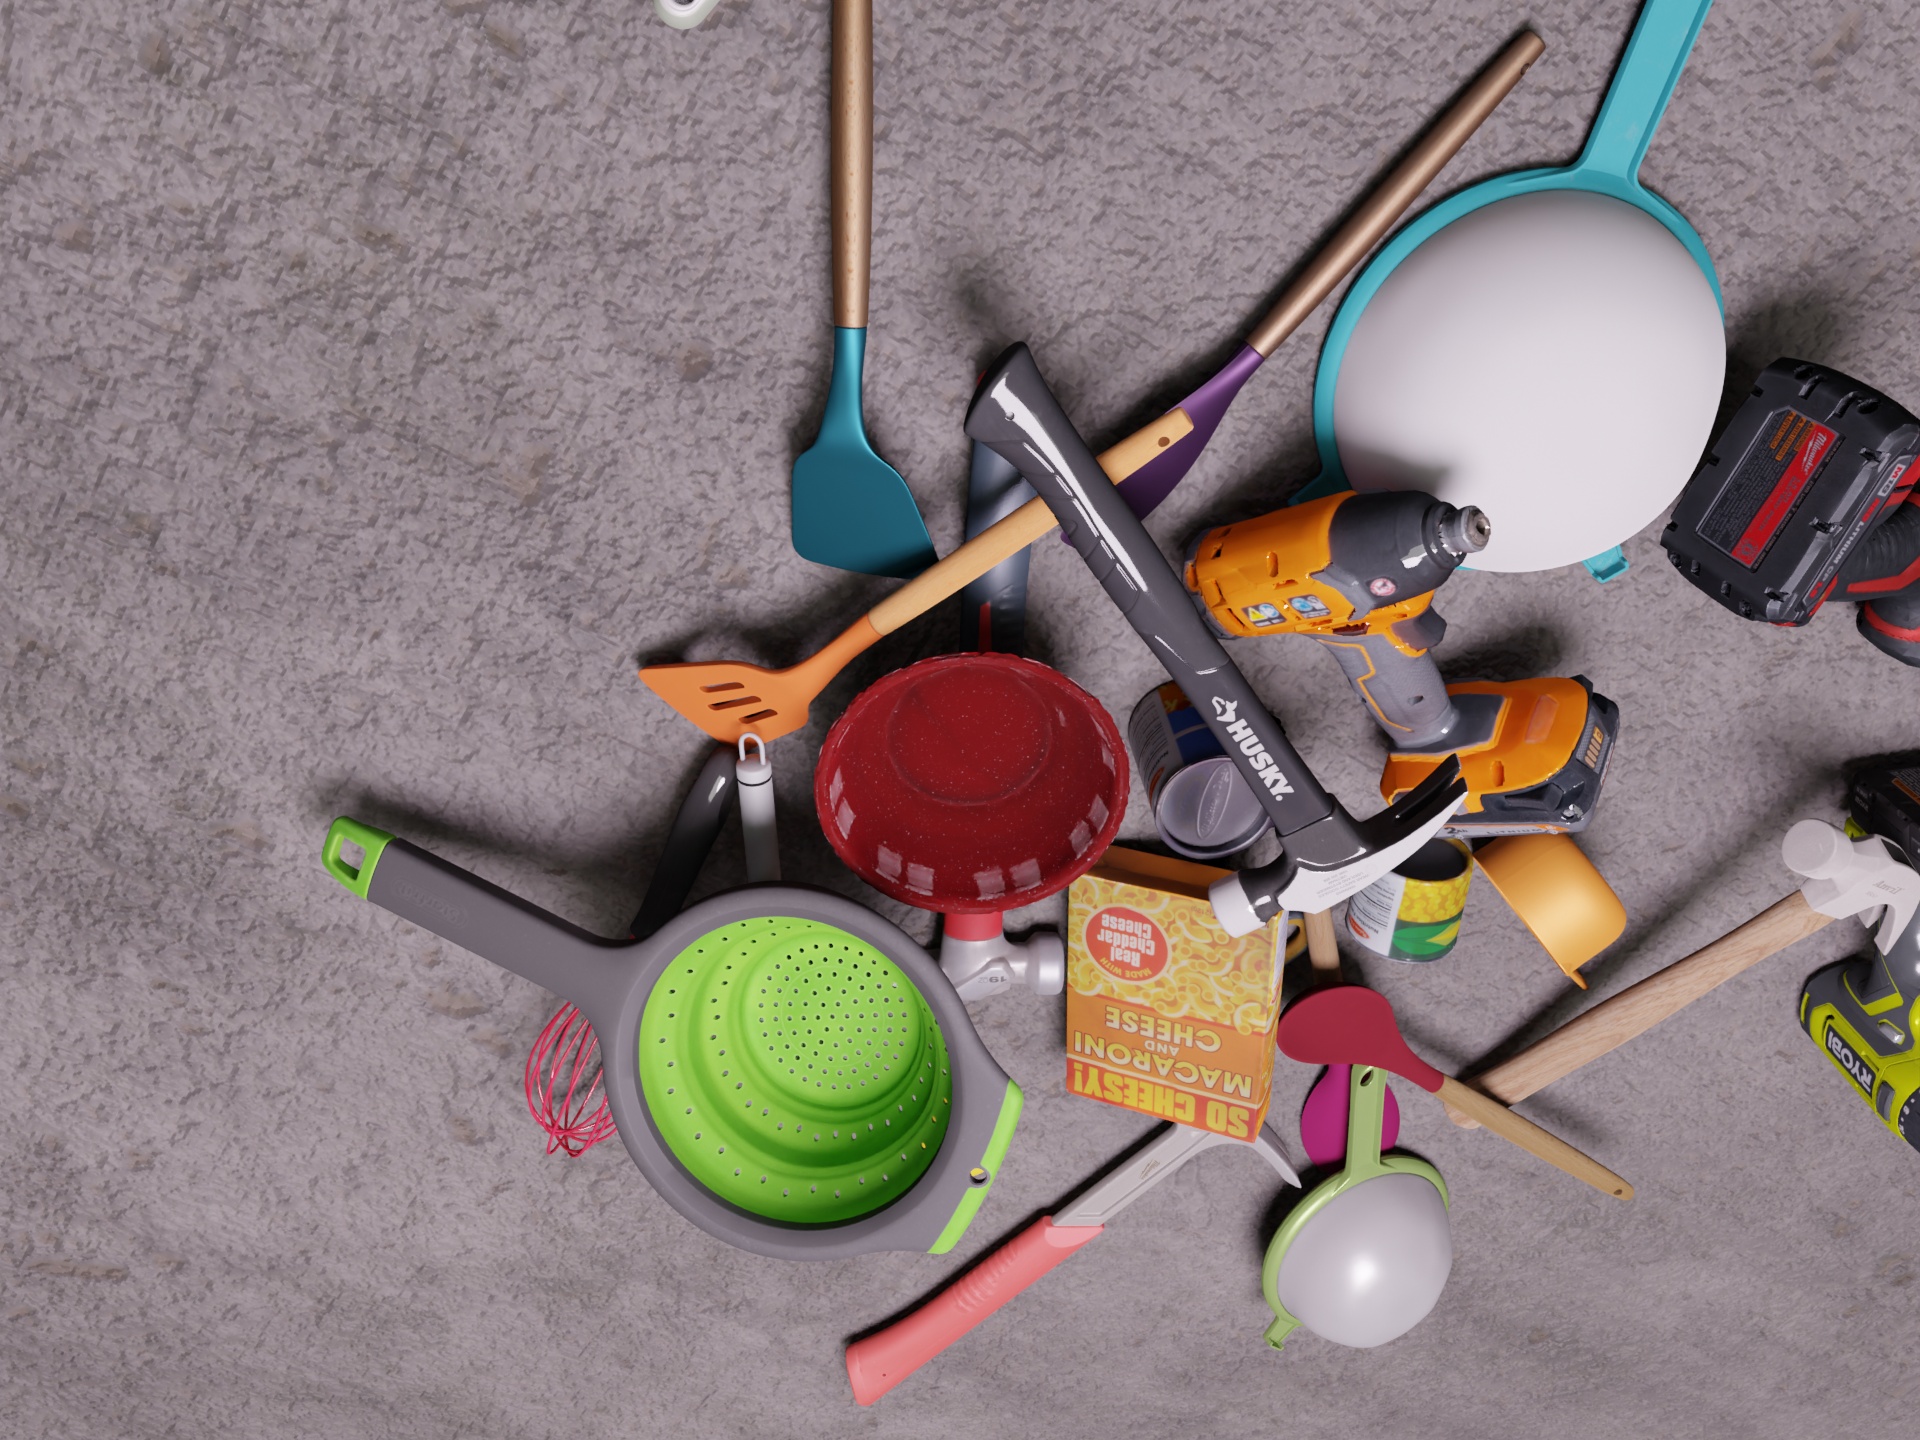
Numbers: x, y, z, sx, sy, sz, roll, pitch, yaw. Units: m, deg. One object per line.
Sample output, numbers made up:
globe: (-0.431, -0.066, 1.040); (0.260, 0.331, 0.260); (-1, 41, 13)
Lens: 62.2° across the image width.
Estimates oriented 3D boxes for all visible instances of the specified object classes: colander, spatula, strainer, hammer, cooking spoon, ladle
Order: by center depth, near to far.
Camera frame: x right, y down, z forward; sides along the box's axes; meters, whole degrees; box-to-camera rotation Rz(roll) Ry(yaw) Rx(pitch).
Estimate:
spatula: (-0.048, -0.212, 0.741); (0.082, 0.044, 0.317); (11, 115, 18)
strainer: (0.301, -0.205, 0.744); (0.211, 0.095, 0.340); (8, 121, -10)
hammer: (0.112, -0.038, 0.759); (0.146, 0.035, 0.334); (-29, 115, 22)
spatula: (0.162, -0.199, 0.773); (0.316, 0.018, 0.059); (-48, 151, 18)
spatula: (-0.024, -0.067, 0.796); (0.322, 0.041, 0.081); (-31, 129, 22)
colander: (-0.154, 0.141, 0.866); (0.397, 0.094, 0.204); (25, 104, 5)
hammer: (-0.001, -0.003, 0.870); (0.143, 0.038, 0.386); (0, 121, -4)
strainer: (-0.109, 0.114, 0.919); (0.087, 0.050, 0.258); (14, 126, 21)
hammer: (0.426, 0.169, 0.970); (0.130, 0.031, 0.331); (17, 135, -29)
ladle: (0.321, 0.240, 1.010); (0.315, 0.031, 0.069); (31, 117, -20)
cooking spoon: (0.239, 0.196, 1.013); (0.069, 0.017, 0.318); (-17, 127, 2)
strainer: (0.282, 0.332, 1.061); (0.151, 0.069, 0.256); (-16, 123, -16)
hammer: (0.059, 0.373, 1.105); (0.149, 0.037, 0.359); (39, 110, -24)

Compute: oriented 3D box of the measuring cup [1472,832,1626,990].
measuring cup: (0.373, 0.119, 0.967); (0.052, 0.095, 0.173); (-39, 135, 12)

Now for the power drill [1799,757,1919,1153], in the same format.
power drill: (0.584, 0.155, 0.939); (0.080, 0.191, 0.228); (-8, 117, -1)

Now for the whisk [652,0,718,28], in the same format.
whisk: (-0.041, -0.375, 0.637); (0.246, 0.059, 0.057); (-40, 105, 23)

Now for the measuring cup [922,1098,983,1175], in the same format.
measuring cup: (-0.028, 0.311, 1.061); (0.062, 0.029, 0.156); (29, 112, -21)

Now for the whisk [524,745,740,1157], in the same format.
whisk: (-0.188, 0.139, 0.928); (0.073, 0.073, 0.295); (20, 112, -17)

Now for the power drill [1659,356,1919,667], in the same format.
power drill: (0.486, -0.120, 0.801); (0.226, 0.080, 0.187); (5, 122, -31)

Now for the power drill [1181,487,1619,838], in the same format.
power drill: (0.240, -0.031, 0.813); (0.226, 0.084, 0.164); (40, 152, -26)
